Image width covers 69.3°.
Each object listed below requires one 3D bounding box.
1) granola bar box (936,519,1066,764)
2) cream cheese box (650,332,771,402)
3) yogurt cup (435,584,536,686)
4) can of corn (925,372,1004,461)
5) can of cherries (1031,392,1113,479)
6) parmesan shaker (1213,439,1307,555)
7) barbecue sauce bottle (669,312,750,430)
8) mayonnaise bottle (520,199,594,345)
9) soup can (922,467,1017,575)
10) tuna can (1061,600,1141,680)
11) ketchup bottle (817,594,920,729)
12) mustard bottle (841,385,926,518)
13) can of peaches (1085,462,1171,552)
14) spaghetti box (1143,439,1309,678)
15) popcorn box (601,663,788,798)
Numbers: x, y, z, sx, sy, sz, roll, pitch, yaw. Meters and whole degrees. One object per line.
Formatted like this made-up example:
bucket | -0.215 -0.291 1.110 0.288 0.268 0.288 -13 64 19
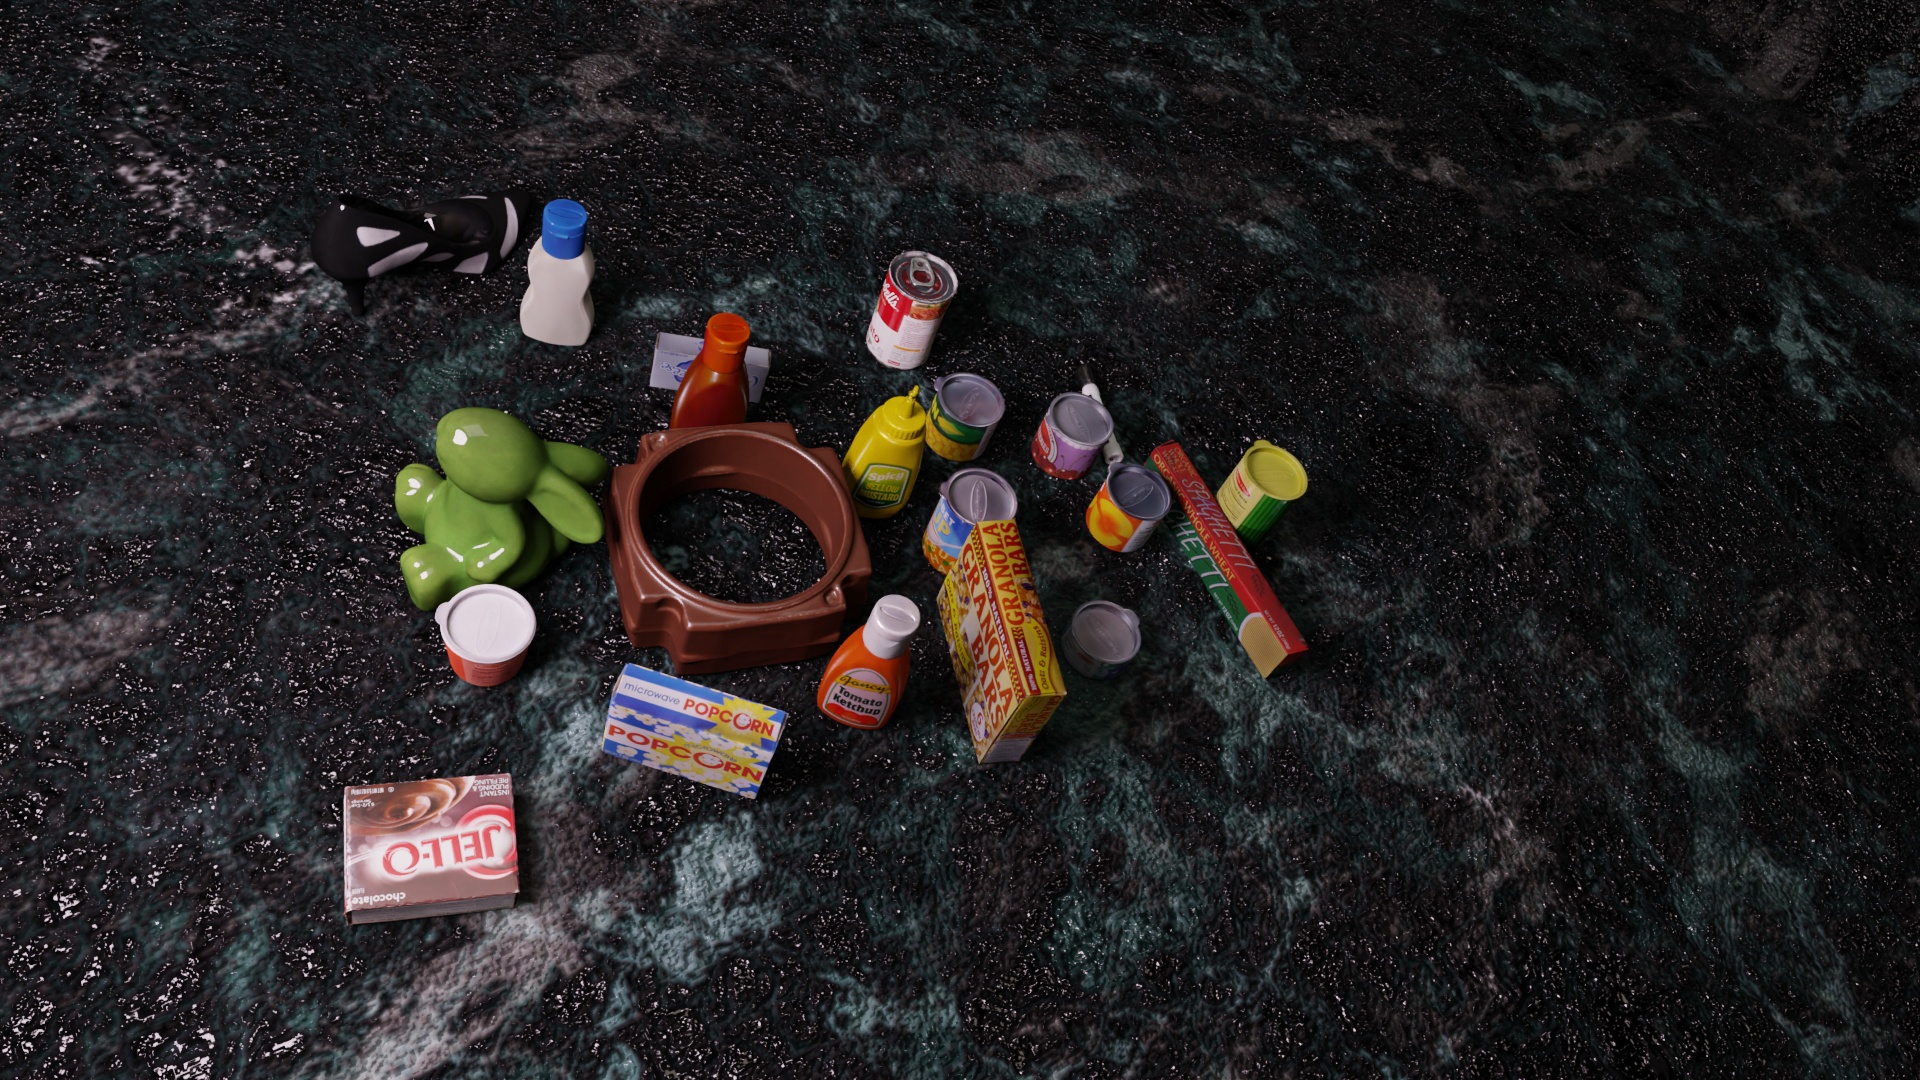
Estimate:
granola bar box | 0.030 0.084 1.153 0.039 0.123 0.166 -2 56 -21
cream cheese box | -0.231 -0.159 1.280 0.104 0.053 0.024 7 54 -15
yogurt cup | -0.361 0.075 1.061 0.072 0.053 0.073 10 53 -13
can of corn | 0.000 -0.119 1.333 0.071 0.058 0.071 10 53 -13
can of cherries | 0.106 -0.102 1.360 0.071 0.058 0.072 10 53 -13
parmesan shaker | 0.282 -0.039 1.350 0.071 0.102 0.071 10 53 -13
barbecue sauce bottle | -0.213 -0.135 1.208 0.065 0.147 0.044 -1 56 -21
mayonnaise bottle | -0.354 -0.236 1.230 0.065 0.147 0.041 9 53 -14
soup can | 0.004 -0.016 1.243 0.071 0.083 0.072 10 53 -13
tuna can | 0.127 0.088 1.245 0.071 0.032 0.071 10 53 -13
ketchup bottle | -0.068 0.095 1.094 0.065 0.148 0.044 20 51 -5
mustard bottle | -0.063 -0.080 1.216 0.065 0.159 0.049 6 54 -16
can of peaches | 0.159 -0.032 1.328 0.071 0.057 0.071 10 53 -13
spaghetti box | 0.247 0.015 1.332 0.029 0.050 0.251 -14 61 -28
popcorn box | -0.202 0.145 1.049 0.127 0.084 0.038 19 51 -7
